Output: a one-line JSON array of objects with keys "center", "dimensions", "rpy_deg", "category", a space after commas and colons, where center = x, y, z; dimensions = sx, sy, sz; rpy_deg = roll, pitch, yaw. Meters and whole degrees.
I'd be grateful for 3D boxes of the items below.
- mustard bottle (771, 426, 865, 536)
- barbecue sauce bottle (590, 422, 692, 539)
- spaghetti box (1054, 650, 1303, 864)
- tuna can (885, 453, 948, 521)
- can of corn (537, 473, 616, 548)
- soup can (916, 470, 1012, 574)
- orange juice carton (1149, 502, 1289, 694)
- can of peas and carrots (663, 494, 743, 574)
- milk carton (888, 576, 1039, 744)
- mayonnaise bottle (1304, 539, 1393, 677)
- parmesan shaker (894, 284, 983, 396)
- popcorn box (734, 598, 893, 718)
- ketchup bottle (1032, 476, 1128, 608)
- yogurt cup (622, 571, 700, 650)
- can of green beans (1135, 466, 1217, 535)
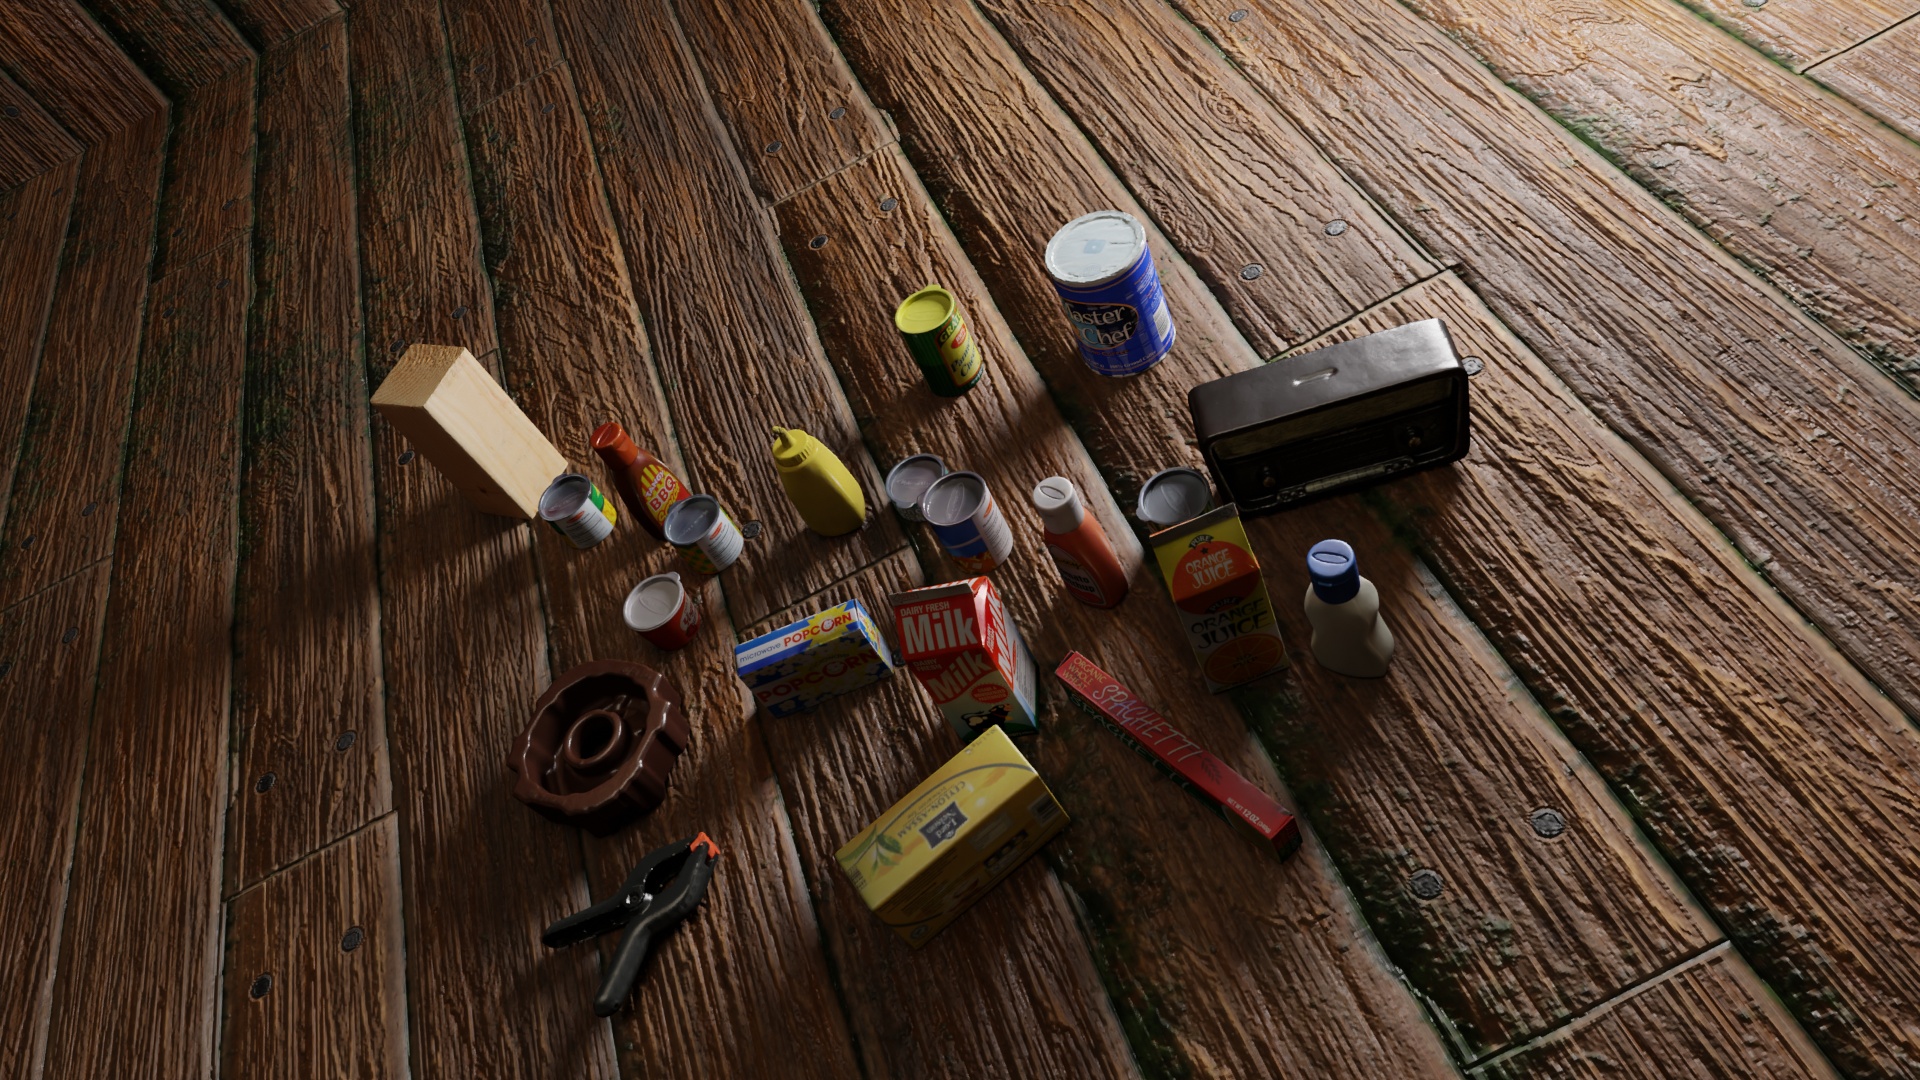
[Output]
[{"center": [-0.150, -0.067, 1.398], "dimensions": [0.065, 0.159, 0.049], "rpy_deg": [-16, 49, 13], "category": "mustard bottle"}, {"center": [-0.344, -0.067, 1.493], "dimensions": [0.043, 0.148, 0.065], "rpy_deg": [10, 59, 30], "category": "barbecue sauce bottle"}, {"center": [0.173, 0.173, 1.139], "dimensions": [0.029, 0.050, 0.250], "rpy_deg": [-44, 49, -12], "category": "spaghetti box"}, {"center": [-0.042, -0.052, 1.424], "dimensions": [0.071, 0.032, 0.071], "rpy_deg": [-12, 50, 15], "category": "tuna can"}, {"center": [-0.432, -0.034, 1.567], "dimensions": [0.071, 0.058, 0.071], "rpy_deg": [-12, 50, 15], "category": "can of corn"}, {"center": [0.005, -0.017, 1.341], "dimensions": [0.071, 0.083, 0.072], "rpy_deg": [-12, 50, 15], "category": "soup can"}, {"center": [0.208, 0.040, 1.132], "dimensions": [0.072, 0.192, 0.073], "rpy_deg": [-21, 48, 8], "category": "orange juice carton"}, {"center": [-0.274, -0.007, 1.474], "dimensions": [0.071, 0.058, 0.071], "rpy_deg": [-12, 50, 15], "category": "can of peas and carrots"}, {"center": [0.006, 0.094, 1.181], "dimensions": [0.072, 0.189, 0.074], "rpy_deg": [-10, 51, 17], "category": "milk carton"}, {"center": [0.305, 0.055, 1.107], "dimensions": [0.065, 0.147, 0.041], "rpy_deg": [10, 59, 30], "category": "mayonnaise bottle"}, {"center": [-0.020, -0.214, 1.495], "dimensions": [0.071, 0.102, 0.072], "rpy_deg": [-12, 50, 15], "category": "parmesan shaker"}, {"center": [-0.137, 0.112, 1.301], "dimensions": [0.126, 0.085, 0.038], "rpy_deg": [-22, 48, 7], "category": "popcorn box"}, {"center": [0.103, 0.001, 1.239], "dimensions": [0.065, 0.148, 0.044], "rpy_deg": [25, 68, 37], "category": "ketchup bottle"}, {"center": [-0.304, 0.077, 1.425], "dimensions": [0.072, 0.053, 0.073], "rpy_deg": [-12, 50, 15], "category": "yogurt cup"}, {"center": [0.203, -0.024, 1.276], "dimensions": [0.071, 0.057, 0.071], "rpy_deg": [-12, 50, 15], "category": "can of green beans"}]
